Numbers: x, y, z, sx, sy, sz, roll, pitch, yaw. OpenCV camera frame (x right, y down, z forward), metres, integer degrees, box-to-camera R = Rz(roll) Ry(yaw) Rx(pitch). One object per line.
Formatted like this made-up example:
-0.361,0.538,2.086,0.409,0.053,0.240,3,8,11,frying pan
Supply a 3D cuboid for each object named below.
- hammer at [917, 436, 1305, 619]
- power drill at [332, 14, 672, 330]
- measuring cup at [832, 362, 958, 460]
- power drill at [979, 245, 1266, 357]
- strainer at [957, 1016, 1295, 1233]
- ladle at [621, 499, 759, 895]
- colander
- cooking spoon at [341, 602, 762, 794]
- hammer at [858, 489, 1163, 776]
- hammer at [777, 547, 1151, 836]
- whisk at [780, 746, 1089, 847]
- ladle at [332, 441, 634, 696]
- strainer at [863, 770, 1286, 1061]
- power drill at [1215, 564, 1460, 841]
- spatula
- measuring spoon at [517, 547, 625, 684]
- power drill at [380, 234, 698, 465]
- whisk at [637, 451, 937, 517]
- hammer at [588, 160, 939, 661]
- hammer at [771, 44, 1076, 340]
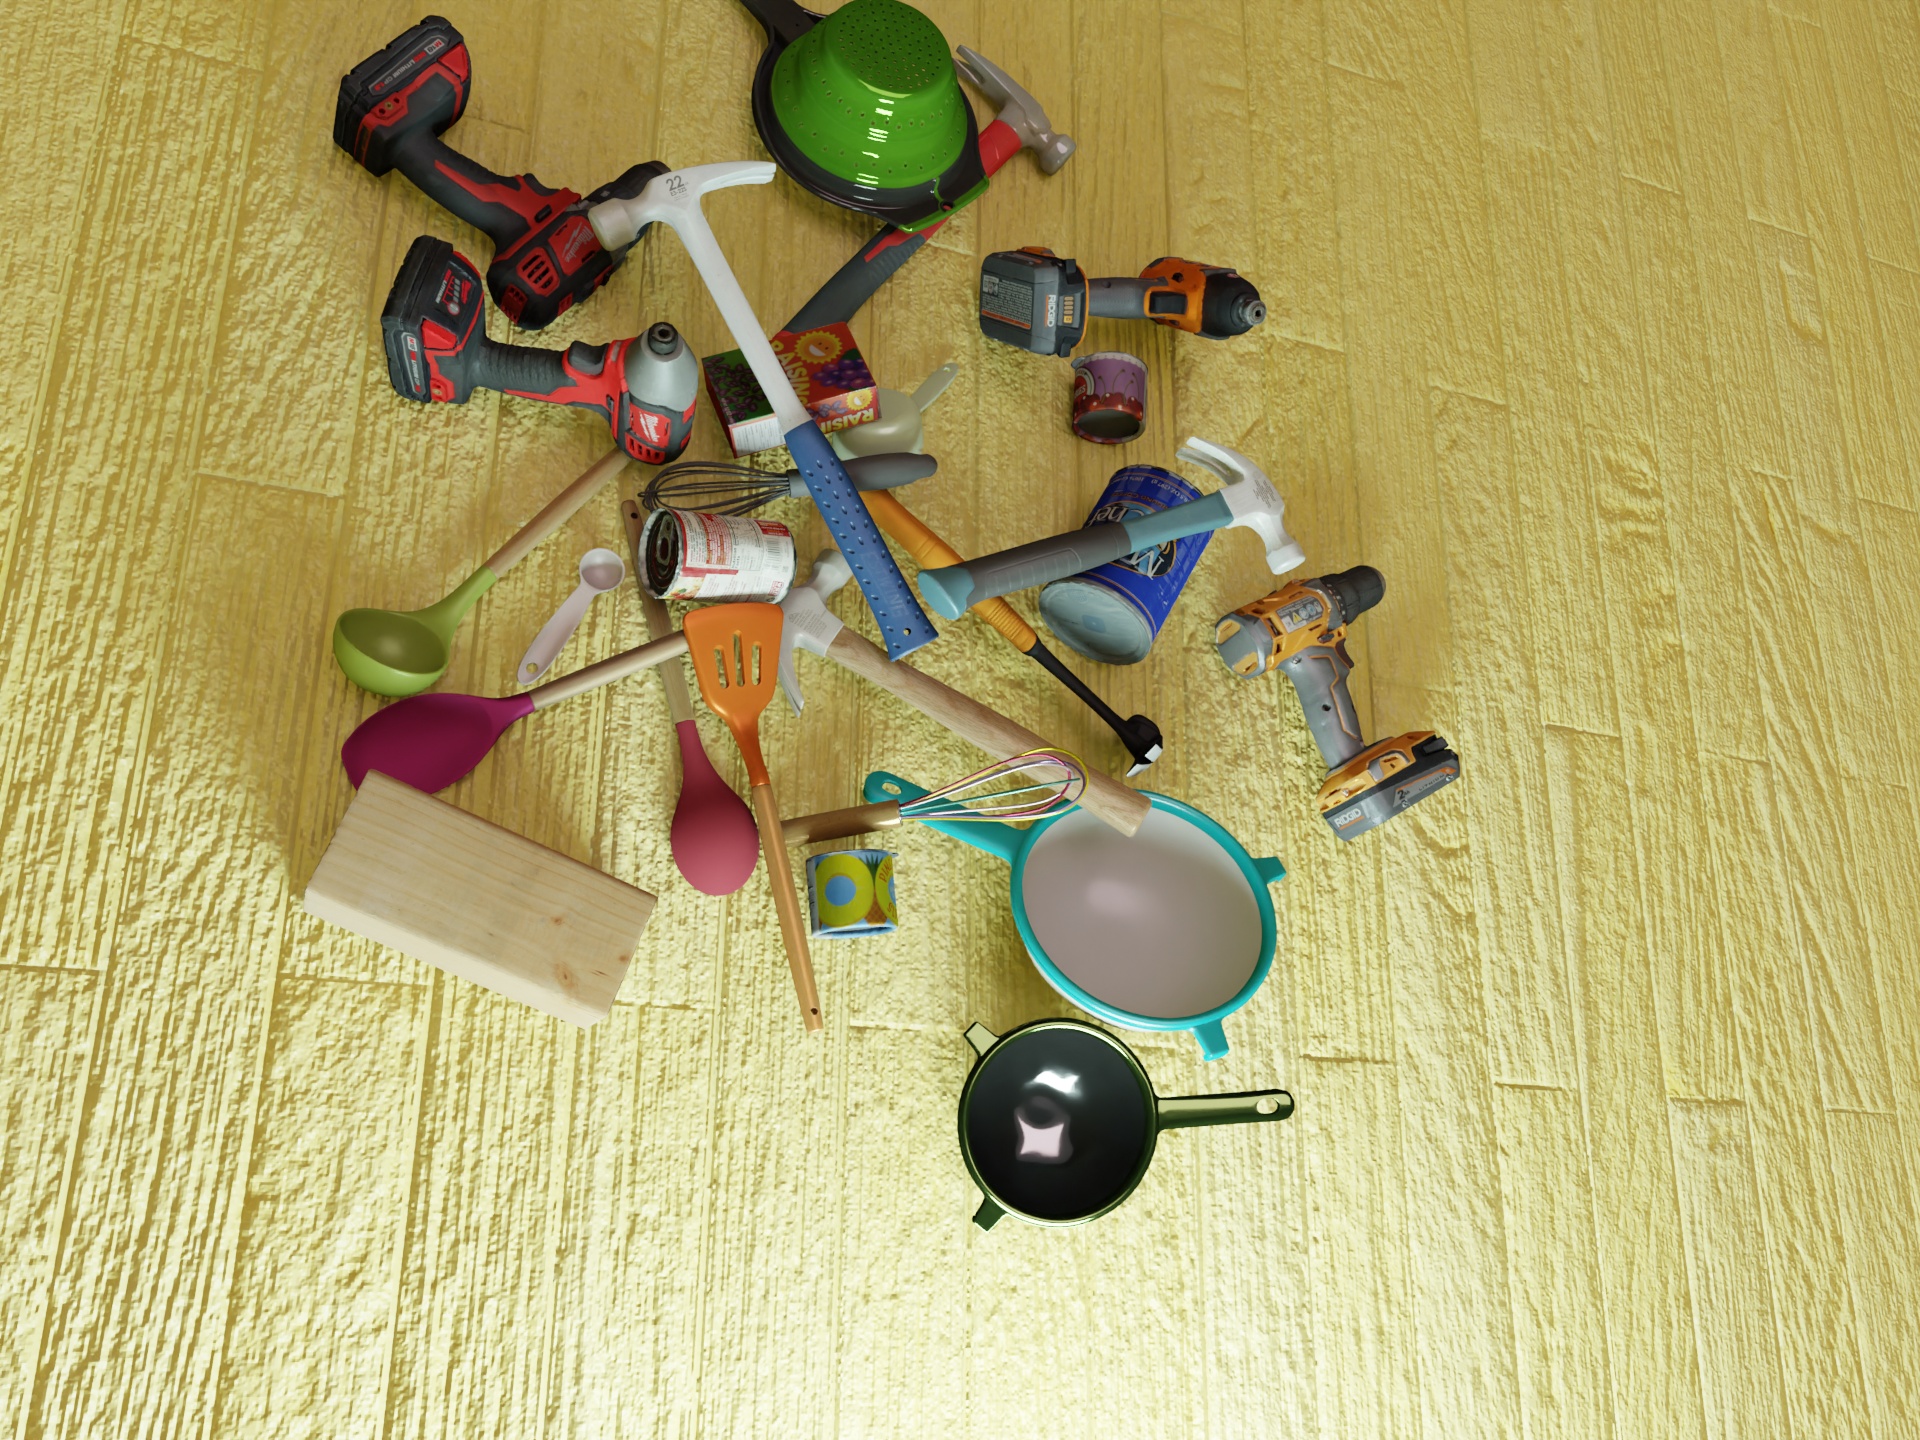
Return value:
0.119,-0.141,1.266,0.331,0.033,0.128,-18,78,-25,hammer
-0.351,-0.436,1.248,0.226,0.080,0.188,43,62,-9,power drill
-0.046,-0.271,1.334,0.083,0.038,0.168,21,49,22,measuring cup
0.148,-0.368,1.396,0.226,0.164,0.084,-8,114,-24,power drill
0.120,0.295,1.201,0.256,0.069,0.151,-2,83,-9,strainer
-0.214,-0.022,1.203,0.069,0.031,0.315,-10,76,-29,ladle
-0.124,-0.605,1.365,0.204,0.094,0.397,-38,84,-26,colander
-0.289,-0.023,1.158,0.319,0.017,0.068,-24,98,-22,cooking spoon
0.034,-0.082,1.293,0.337,0.127,0.034,42,101,0,hammer
-0.002,-0.004,1.244,0.331,0.031,0.130,31,65,4,hammer
-0.024,0.062,1.195,0.245,0.051,0.047,-11,100,5,whisk
-0.329,-0.132,1.171,0.078,0.062,0.320,36,59,6,ladle
0.074,0.137,1.249,0.340,0.095,0.211,24,51,5,strainer
0.352,-0.028,1.423,0.185,0.084,0.226,-25,80,-29,power drill
-0.140,0.069,1.172,0.081,0.041,0.323,-7,74,-27,spatula
-0.295,-0.076,1.193,0.034,0.018,0.124,35,70,-10,measuring spoon
-0.300,-0.267,1.165,0.219,0.143,0.079,16,66,-8,power drill
-0.134,-0.188,1.251,0.239,0.055,0.055,-9,77,-12,whisk
-0.124,-0.236,1.215,0.144,0.035,0.405,-29,93,-11,hammer
-0.051,-0.449,1.402,0.143,0.038,0.386,41,62,-5,hammer
